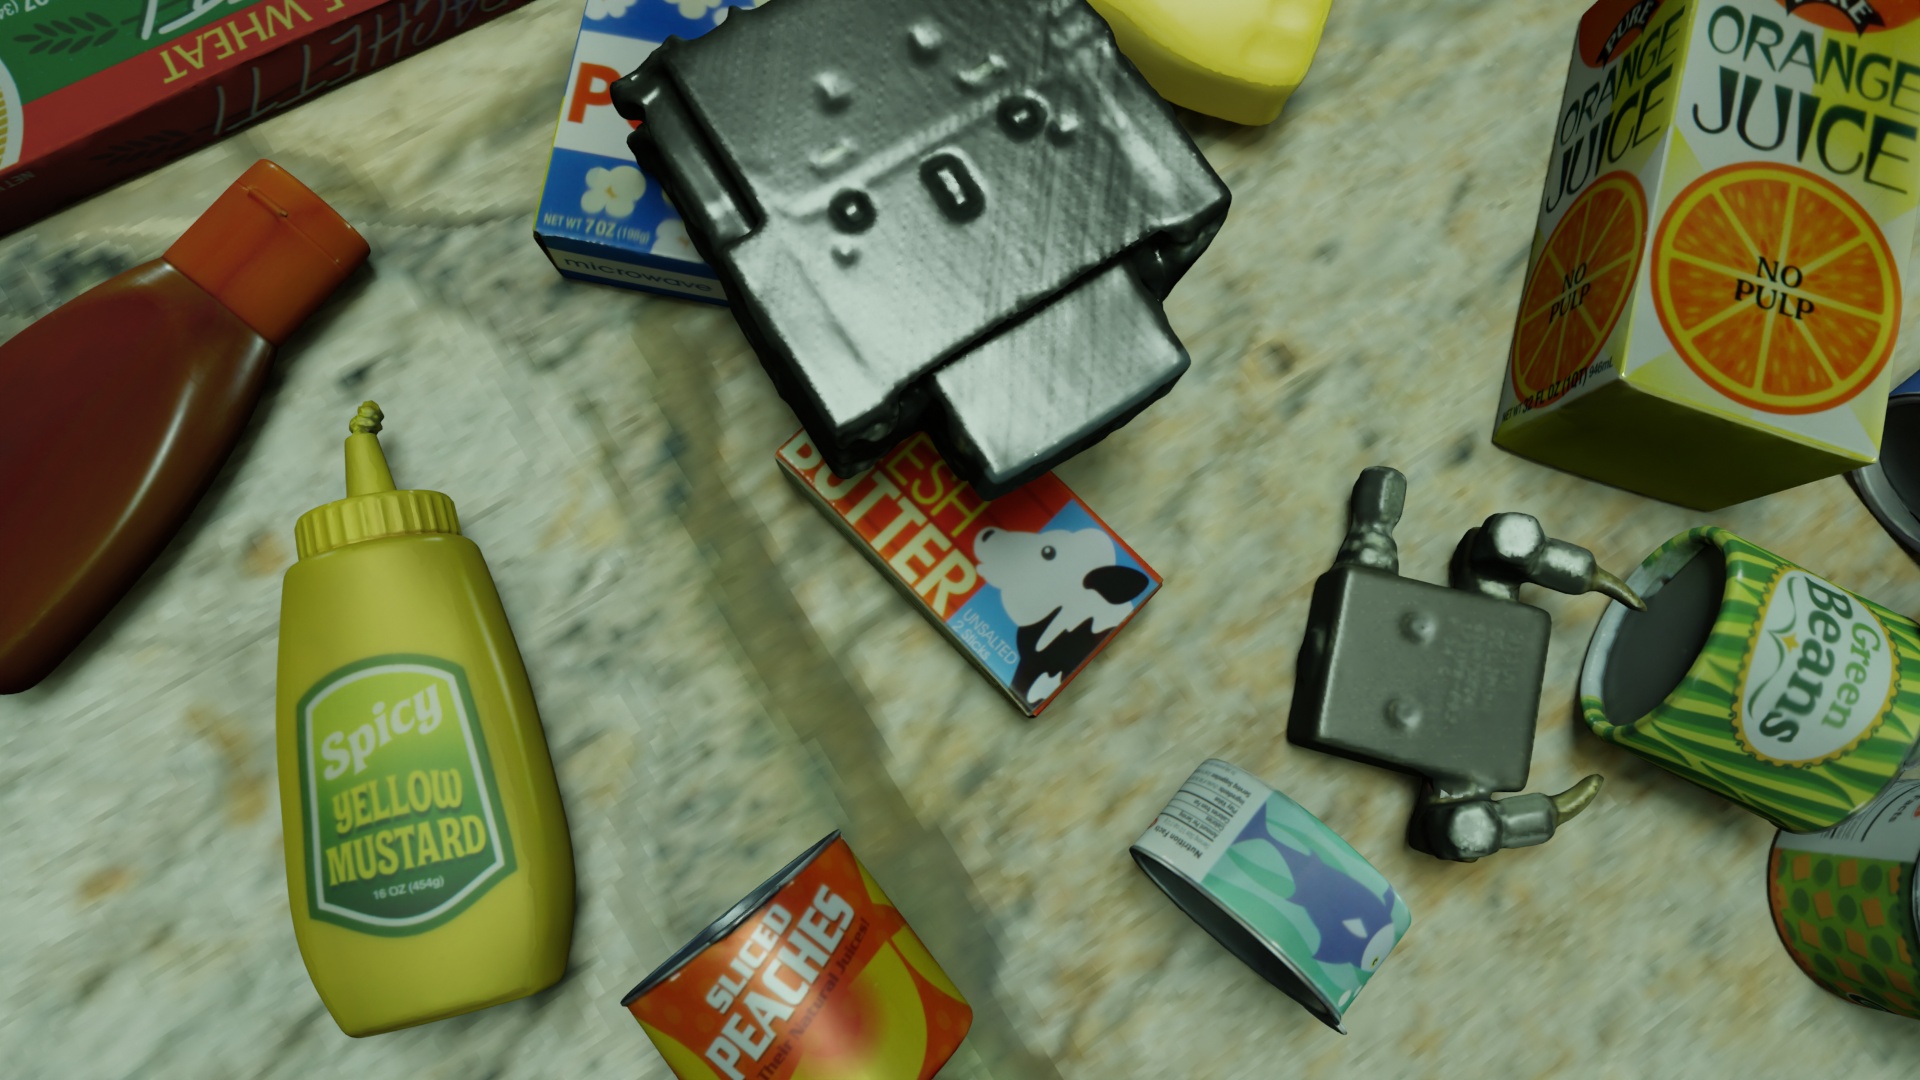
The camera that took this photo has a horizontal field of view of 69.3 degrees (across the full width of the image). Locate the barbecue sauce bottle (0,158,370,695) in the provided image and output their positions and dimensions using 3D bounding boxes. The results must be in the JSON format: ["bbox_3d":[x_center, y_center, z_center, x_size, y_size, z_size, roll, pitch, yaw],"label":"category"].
[{"bbox_3d":[-0.220,-0.035,0.364,0.065,0.043,0.149,38,78,2],"label":"barbecue sauce bottle"}]

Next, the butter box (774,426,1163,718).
[{"bbox_3d":[0.001,-0.005,0.387,0.053,0.024,0.103,-44,86,-10],"label":"butter box"}]

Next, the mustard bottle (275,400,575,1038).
[{"bbox_3d":[-0.142,0.039,0.354,0.065,0.048,0.160,-13,81,-9],"label":"mustard bottle"}]

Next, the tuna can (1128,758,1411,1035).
[{"bbox_3d":[0.081,0.090,0.356,0.071,0.071,0.033,41,79,3],"label":"tuna can"}]

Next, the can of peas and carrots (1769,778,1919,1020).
[{"bbox_3d":[0.267,0.100,0.373,0.071,0.058,0.071,1,81,-5],"label":"can of peas and carrots"}]

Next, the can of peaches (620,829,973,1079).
[{"bbox_3d":[-0.039,0.114,0.339,0.071,0.071,0.058,-37,86,-10],"label":"can of peaches"}]

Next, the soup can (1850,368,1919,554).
[{"bbox_3d":[0.316,-0.036,0.396,0.084,0.071,0.071,-35,85,-10],"label":"soup can"}]

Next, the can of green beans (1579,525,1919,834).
[{"bbox_3d":[0.213,0.037,0.376,0.058,0.071,0.071,26,79,0],"label":"can of green beans"}]

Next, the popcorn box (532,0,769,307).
[{"bbox_3d":[-0.047,-0.109,0.395,0.127,0.038,0.085,10,79,-3],"label":"popcorn box"}]

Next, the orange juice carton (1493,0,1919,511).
[{"bbox_3d":[0.222,-0.114,0.402,0.073,0.071,0.193,17,79,-2],"label":"orange juice carton"}]

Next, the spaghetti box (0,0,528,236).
[{"bbox_3d":[-0.196,-0.155,0.396,0.250,0.028,0.050,-29,84,-9],"label":"spaghetti box"}]
